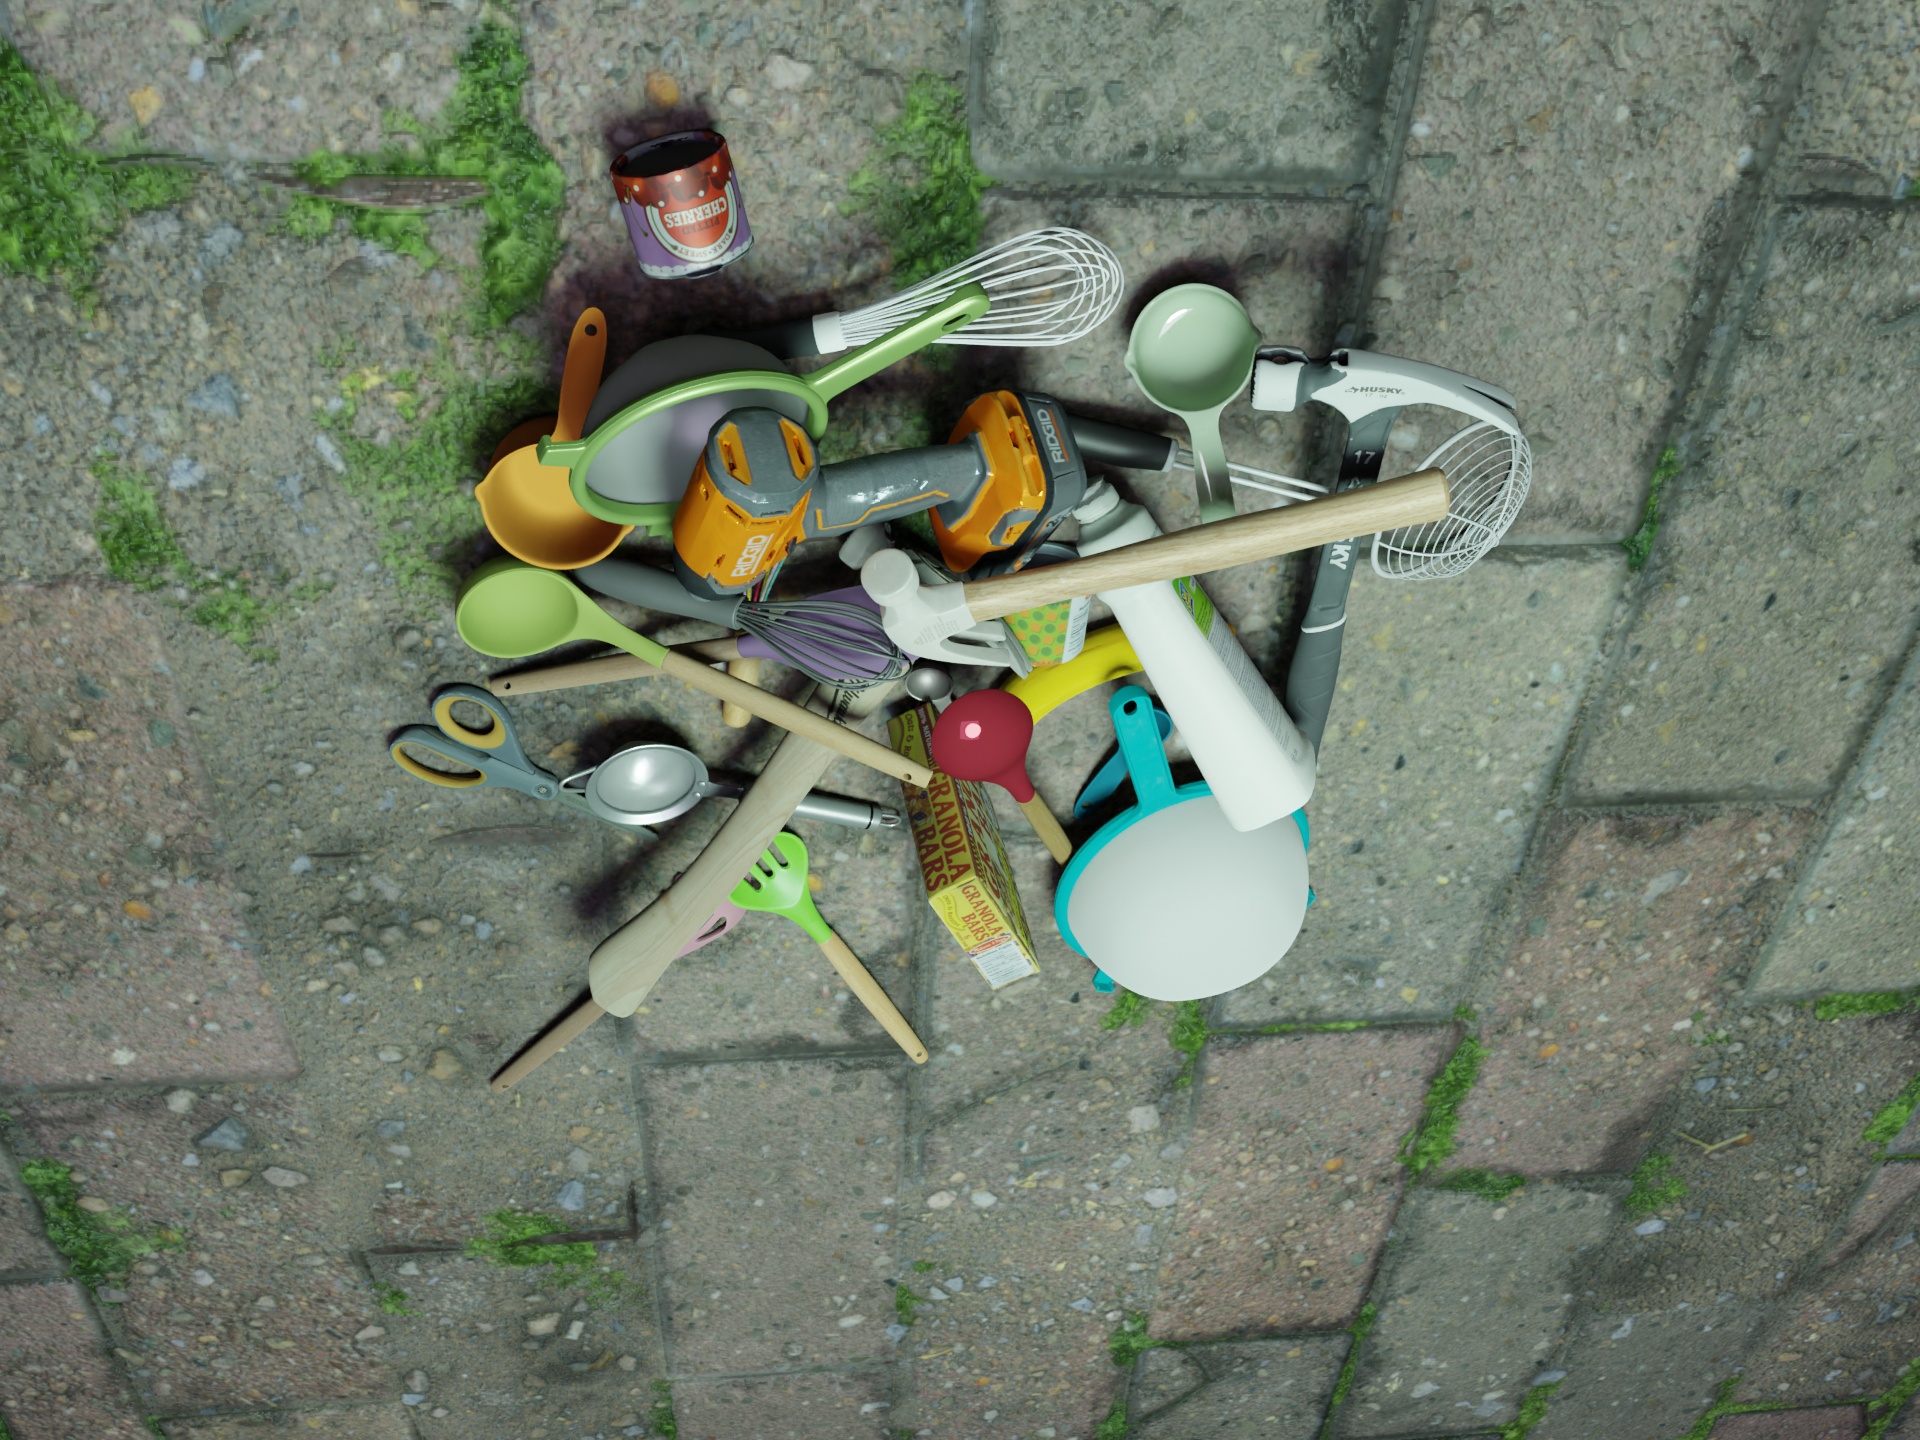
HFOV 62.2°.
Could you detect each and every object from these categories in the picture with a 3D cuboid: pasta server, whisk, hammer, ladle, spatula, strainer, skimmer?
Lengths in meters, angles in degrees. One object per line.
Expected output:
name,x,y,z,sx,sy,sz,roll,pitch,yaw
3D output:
pasta server,-0.279,0.213,1.269,0.060,0.040,0.316,35,120,-29
whisk,-0.141,-0.066,1.002,0.239,0.055,0.055,17,129,15
hammer,-0.123,0.061,1.090,0.146,0.038,0.410,40,109,2
ladle,0.050,0.061,1.121,0.069,0.031,0.315,-32,150,2
spatula,-0.167,-0.042,1.044,0.316,0.018,0.060,-8,98,15
hammer,0.245,-0.079,1.036,0.149,0.036,0.408,5,145,7
strainer,-0.162,0.052,1.149,0.258,0.050,0.086,12,132,-24
hammer,0.116,-0.093,0.929,0.331,0.031,0.130,-12,157,9
skimmer,0.193,-0.172,1.029,0.363,0.090,0.127,13,132,-5
ladle,-0.168,-0.021,1.013,0.320,0.062,0.078,25,132,0
strainer,-0.109,-0.198,0.890,0.256,0.069,0.151,-26,165,9
strainer,0.167,0.109,1.164,0.211,0.095,0.340,-23,138,1
whisk,-0.130,-0.091,1.043,0.051,0.047,0.244,13,130,-3
whisk,-0.045,-0.233,0.933,0.284,0.070,0.070,-10,129,6

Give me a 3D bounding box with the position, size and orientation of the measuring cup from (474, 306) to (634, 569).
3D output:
measuring cup,-0.233,-0.176,0.954,0.095,0.052,0.173,11,124,-16

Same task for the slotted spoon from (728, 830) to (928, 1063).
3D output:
slotted spoon,-0.099,0.188,1.270,0.070,0.031,0.313,-39,129,-8

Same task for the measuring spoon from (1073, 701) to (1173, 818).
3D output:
measuring spoon,0.115,0.028,1.186,0.042,0.021,0.128,15,133,-18

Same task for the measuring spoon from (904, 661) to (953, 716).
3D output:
measuring spoon,-0.002,-0.004,1.146,0.034,0.018,0.124,-16,136,21

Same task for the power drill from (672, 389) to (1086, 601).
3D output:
power drill,-0.058,-0.123,0.938,0.226,0.084,0.164,-9,162,-26

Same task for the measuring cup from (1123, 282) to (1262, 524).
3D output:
measuring cup,0.150,-0.179,0.967,0.083,0.038,0.167,-8,100,17
